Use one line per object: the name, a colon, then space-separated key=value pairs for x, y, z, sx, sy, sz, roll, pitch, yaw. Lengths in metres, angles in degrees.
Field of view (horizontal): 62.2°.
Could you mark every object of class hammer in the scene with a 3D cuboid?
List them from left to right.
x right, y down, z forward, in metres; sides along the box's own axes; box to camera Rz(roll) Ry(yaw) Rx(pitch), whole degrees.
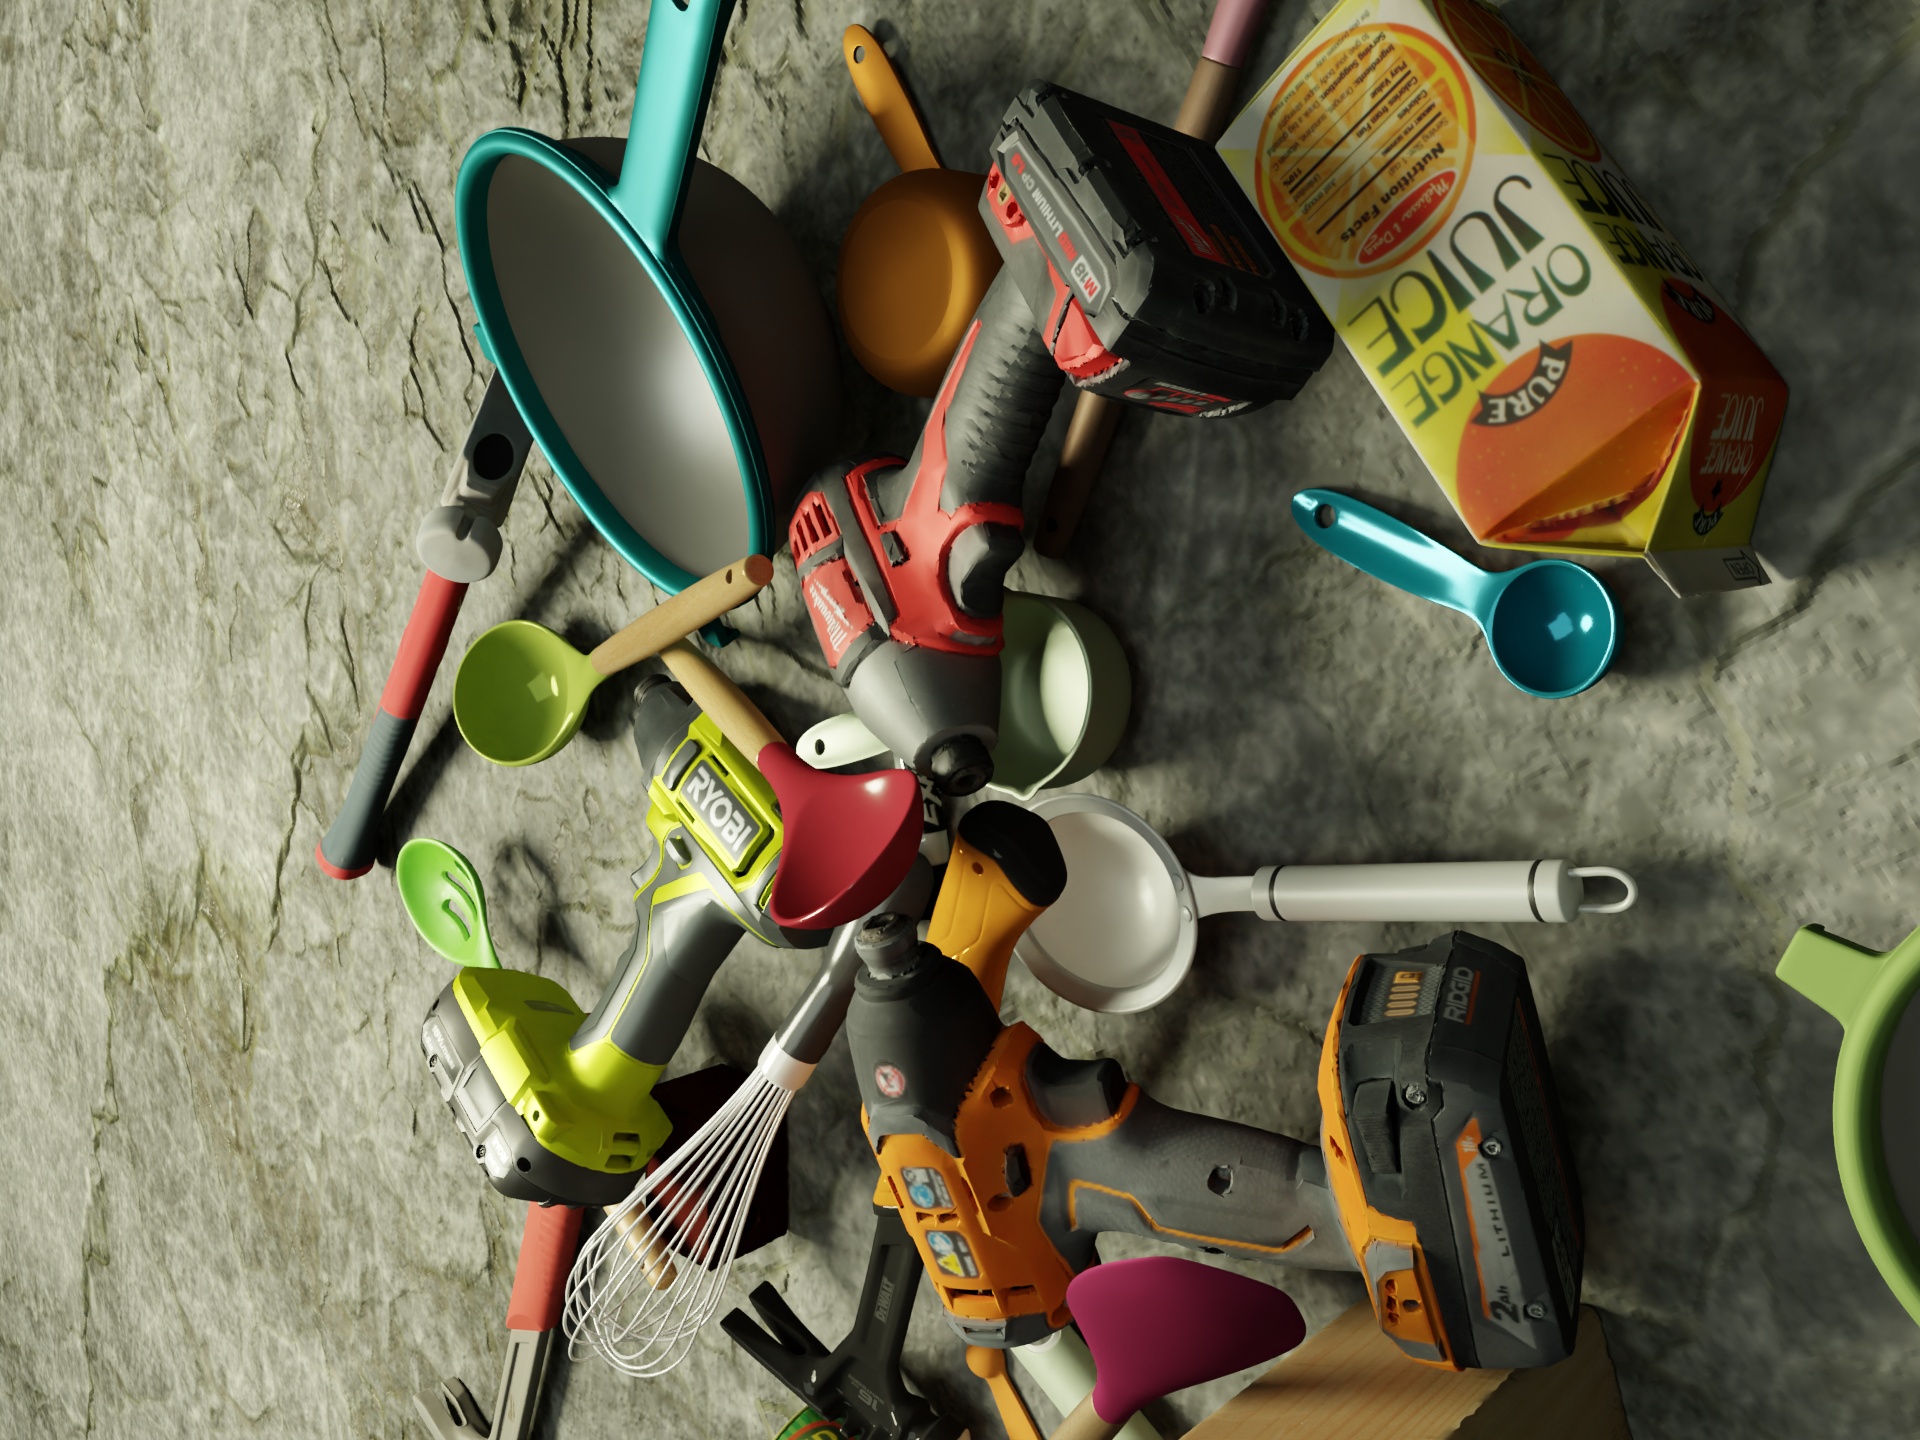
hammer: x=-0.311 y=-0.032 z=0.911 sx=0.386 sy=0.038 sz=0.143 roll=-51 pitch=25 yaw=44
hammer: x=-0.250 y=0.320 z=0.930 sx=0.149 sy=0.036 sz=0.359 roll=33 pitch=118 yaw=35
hammer: x=-0.022 y=0.173 z=0.648 sx=0.127 sy=0.034 sz=0.336 roll=29 pitch=124 yaw=25

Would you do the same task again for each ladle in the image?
ladle: x=-0.167 y=-0.033 z=0.735 sx=0.320 sy=0.062 sz=0.078 roll=-17 pitch=76 yaw=58
ladle: x=-0.085 y=0.007 z=0.646 sx=0.069 sy=0.031 sz=0.316 roll=-45 pitch=31 yaw=-4

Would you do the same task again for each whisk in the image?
whisk: x=-0.090 y=0.172 z=0.689 sx=0.070 sy=0.070 sz=0.284 roll=41 pitch=105 yaw=31
whisk: x=0.098 y=0.317 z=0.603 sx=0.247 sy=0.058 sz=0.059 roll=43 pitch=159 yaw=35

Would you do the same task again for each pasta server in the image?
pasta server: x=0.076 y=-0.198 z=0.544 sx=0.060 sy=0.040 sz=0.316 roll=31 pitch=118 yaw=23

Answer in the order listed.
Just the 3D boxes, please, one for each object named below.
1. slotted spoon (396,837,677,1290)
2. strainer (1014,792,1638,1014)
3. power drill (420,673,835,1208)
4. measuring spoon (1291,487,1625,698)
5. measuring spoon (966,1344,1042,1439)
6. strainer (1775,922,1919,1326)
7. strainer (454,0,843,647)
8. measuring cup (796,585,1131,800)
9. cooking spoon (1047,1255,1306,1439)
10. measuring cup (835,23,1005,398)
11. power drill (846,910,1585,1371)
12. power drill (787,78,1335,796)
slotted spoon: x=-0.226 y=0.172 z=0.840 sx=0.314 sy=0.031 sz=0.070 roll=47 pitch=126 yaw=35
strainer: x=0.104 y=0.060 z=0.550 sx=0.258 sy=0.050 sz=0.087 roll=-6 pitch=101 yaw=43
power drill: x=-0.150 y=0.098 z=0.742 sx=0.223 sy=0.080 sz=0.171 roll=-54 pitch=52 yaw=10
measuring spoon: x=0.158 y=-0.048 z=0.510 sx=0.129 sy=0.021 sz=0.042 roll=38 pitch=122 yaw=43
measuring spoon: x=0.030 y=0.323 z=0.686 sx=0.021 sy=0.011 sz=0.117 roll=-39 pitch=70 yaw=40
strainer: x=0.307 y=0.147 z=0.363 sx=0.151 sy=0.069 sz=0.256 roll=-20 pitch=83 yaw=40
strainer: x=-0.096 y=-0.182 z=0.616 sx=0.211 sy=0.095 sz=0.340 roll=52 pitch=152 yaw=7
measuring cup: x=-0.001 y=-0.002 z=0.642 sx=0.167 sy=0.038 sz=0.083 roll=-15 pitch=79 yaw=43
cooking spoon: x=0.048 y=0.247 z=0.559 sx=0.069 sy=0.017 sz=0.318 roll=16 pitch=142 yaw=1
measuring cup: x=-0.025 y=-0.206 z=0.624 sx=0.095 sy=0.052 sz=0.174 roll=-34 pitch=75 yaw=41
power drill: x=0.069 y=0.129 z=0.516 sx=0.226 sy=0.084 sz=0.164 roll=-9 pitch=113 yaw=29
power drill: x=0.018 y=-0.084 z=0.539 sx=0.219 sy=0.078 sz=0.143 roll=-53 pitch=45 yaw=38
